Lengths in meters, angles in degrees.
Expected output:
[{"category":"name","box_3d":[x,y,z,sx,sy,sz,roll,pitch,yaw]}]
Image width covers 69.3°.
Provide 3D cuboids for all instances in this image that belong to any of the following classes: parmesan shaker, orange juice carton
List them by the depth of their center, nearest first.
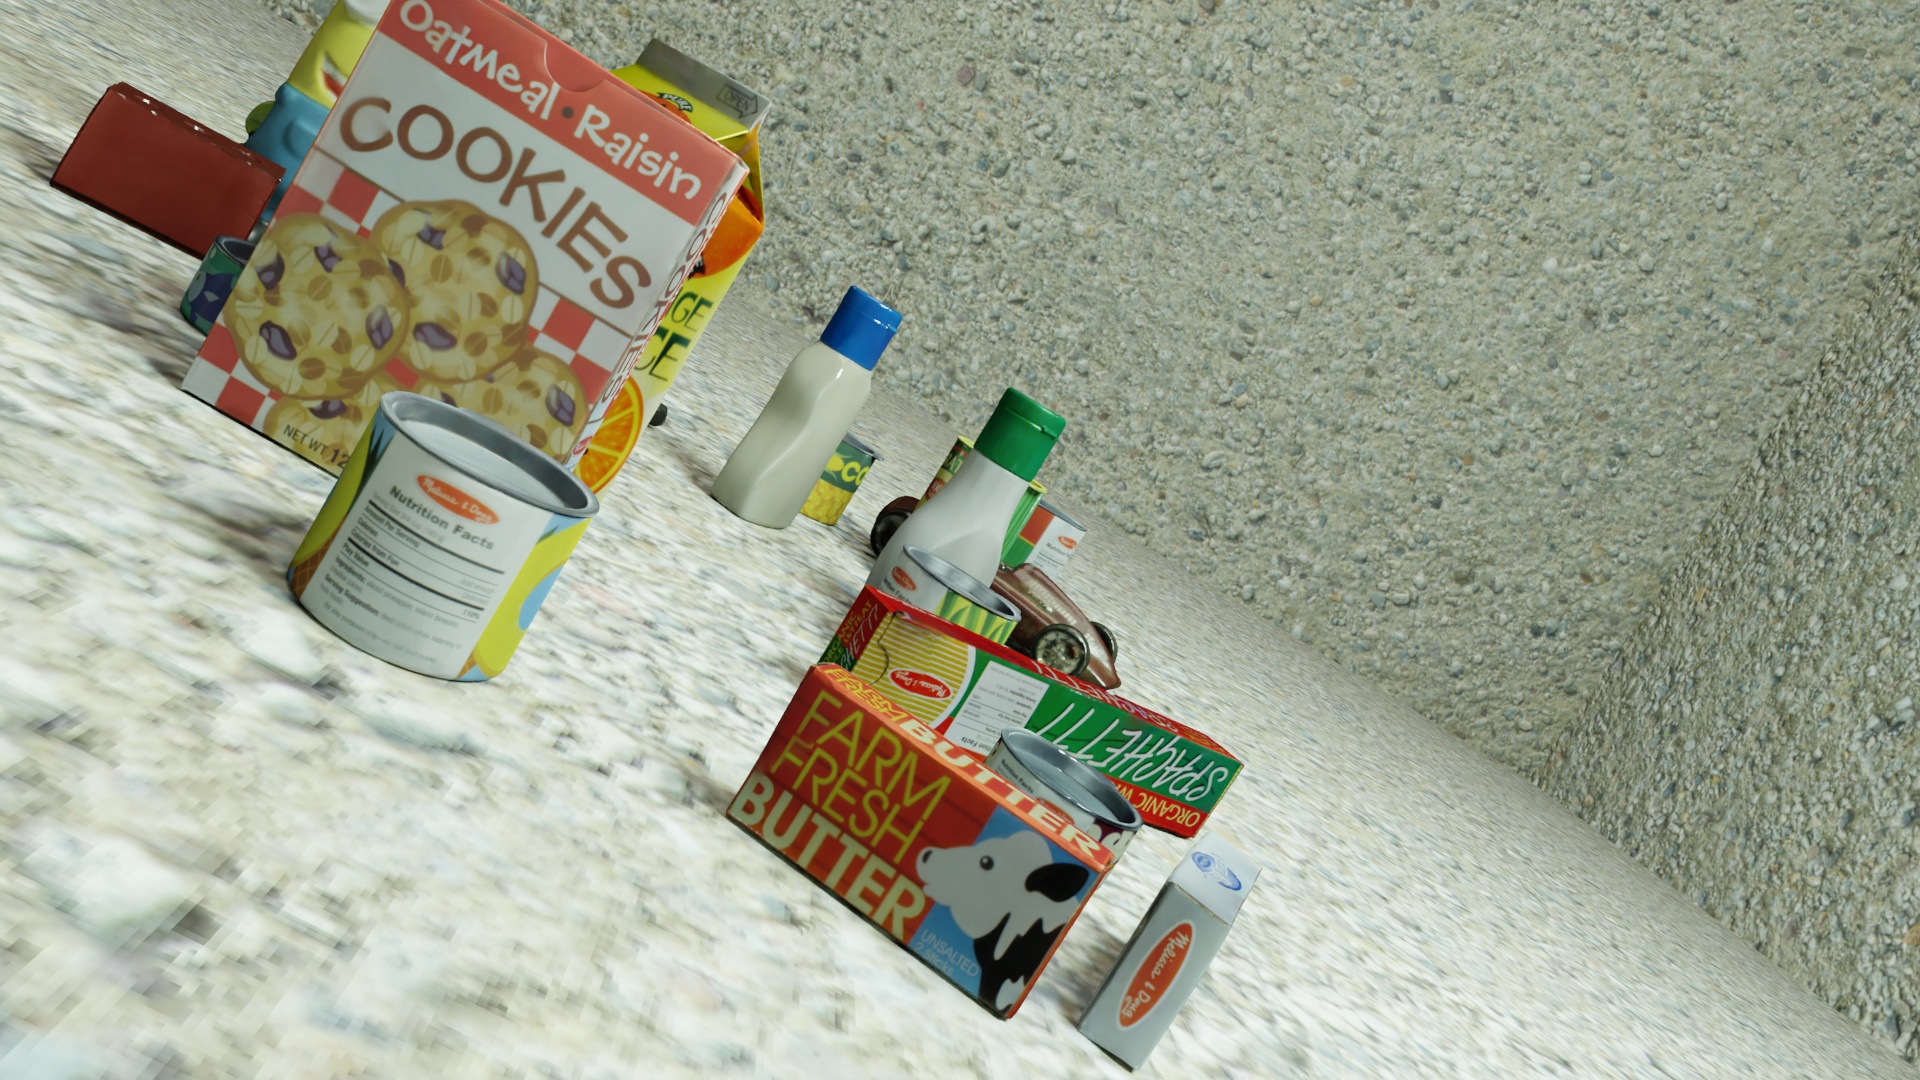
[{"category":"orange juice carton","box_3d":[-0.148,-0.105,0.555,0.072,0.192,0.073,35,7,26]},{"category":"parmesan shaker","box_3d":[0.001,-0.005,0.878,0.071,0.103,0.071,32,6,-4]}]

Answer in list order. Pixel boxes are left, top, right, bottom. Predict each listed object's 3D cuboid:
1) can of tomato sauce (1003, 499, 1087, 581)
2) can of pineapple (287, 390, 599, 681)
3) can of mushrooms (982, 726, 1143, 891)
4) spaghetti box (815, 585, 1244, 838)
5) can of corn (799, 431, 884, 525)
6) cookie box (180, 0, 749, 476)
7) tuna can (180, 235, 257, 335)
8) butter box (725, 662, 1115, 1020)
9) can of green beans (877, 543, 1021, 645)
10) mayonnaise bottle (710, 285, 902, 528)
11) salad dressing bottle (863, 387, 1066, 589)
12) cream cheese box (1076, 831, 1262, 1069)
[{"category":"can of tomato sauce","box_3d":[0.047,0.008,1.069,0.071,0.083,0.071,32,7,-4]},{"category":"can of pineapple","box_3d":[-0.146,-0.001,0.397,0.071,0.058,0.071,32,7,-4]},{"category":"can of mushrooms","box_3d":[0.037,0.106,0.548,0.071,0.033,0.071,32,7,-4]},{"category":"spaghetti box","box_3d":[0.040,0.086,0.636,0.250,0.050,0.029,26,9,-39]},{"category":"can of corn","box_3d":[-0.097,-0.050,0.950,0.071,0.058,0.071,32,7,-4]},{"category":"cookie box","box_3d":[-0.169,-0.093,0.484,0.123,0.167,0.040,31,6,-8]},{"category":"tuna can","box_3d":[-0.276,-0.092,0.568,0.071,0.033,0.071,32,7,-4]},{"category":"butter box","box_3d":[-0.013,0.084,0.401,0.103,0.053,0.024,33,6,12]},{"category":"can of green beans","box_3d":[-0.014,0.043,0.664,0.071,0.057,0.071,32,7,-4]},{"category":"mayonnaise bottle","box_3d":[-0.087,-0.078,0.819,0.041,0.148,0.065,35,7,21]},{"category":"salad dressing bottle","box_3d":[0.003,-0.009,0.730,0.064,0.147,0.044,26,9,-43]},{"category":"cream cheese box","box_3d":[0.070,0.129,0.450,0.024,0.053,0.104,34,7,16]}]
